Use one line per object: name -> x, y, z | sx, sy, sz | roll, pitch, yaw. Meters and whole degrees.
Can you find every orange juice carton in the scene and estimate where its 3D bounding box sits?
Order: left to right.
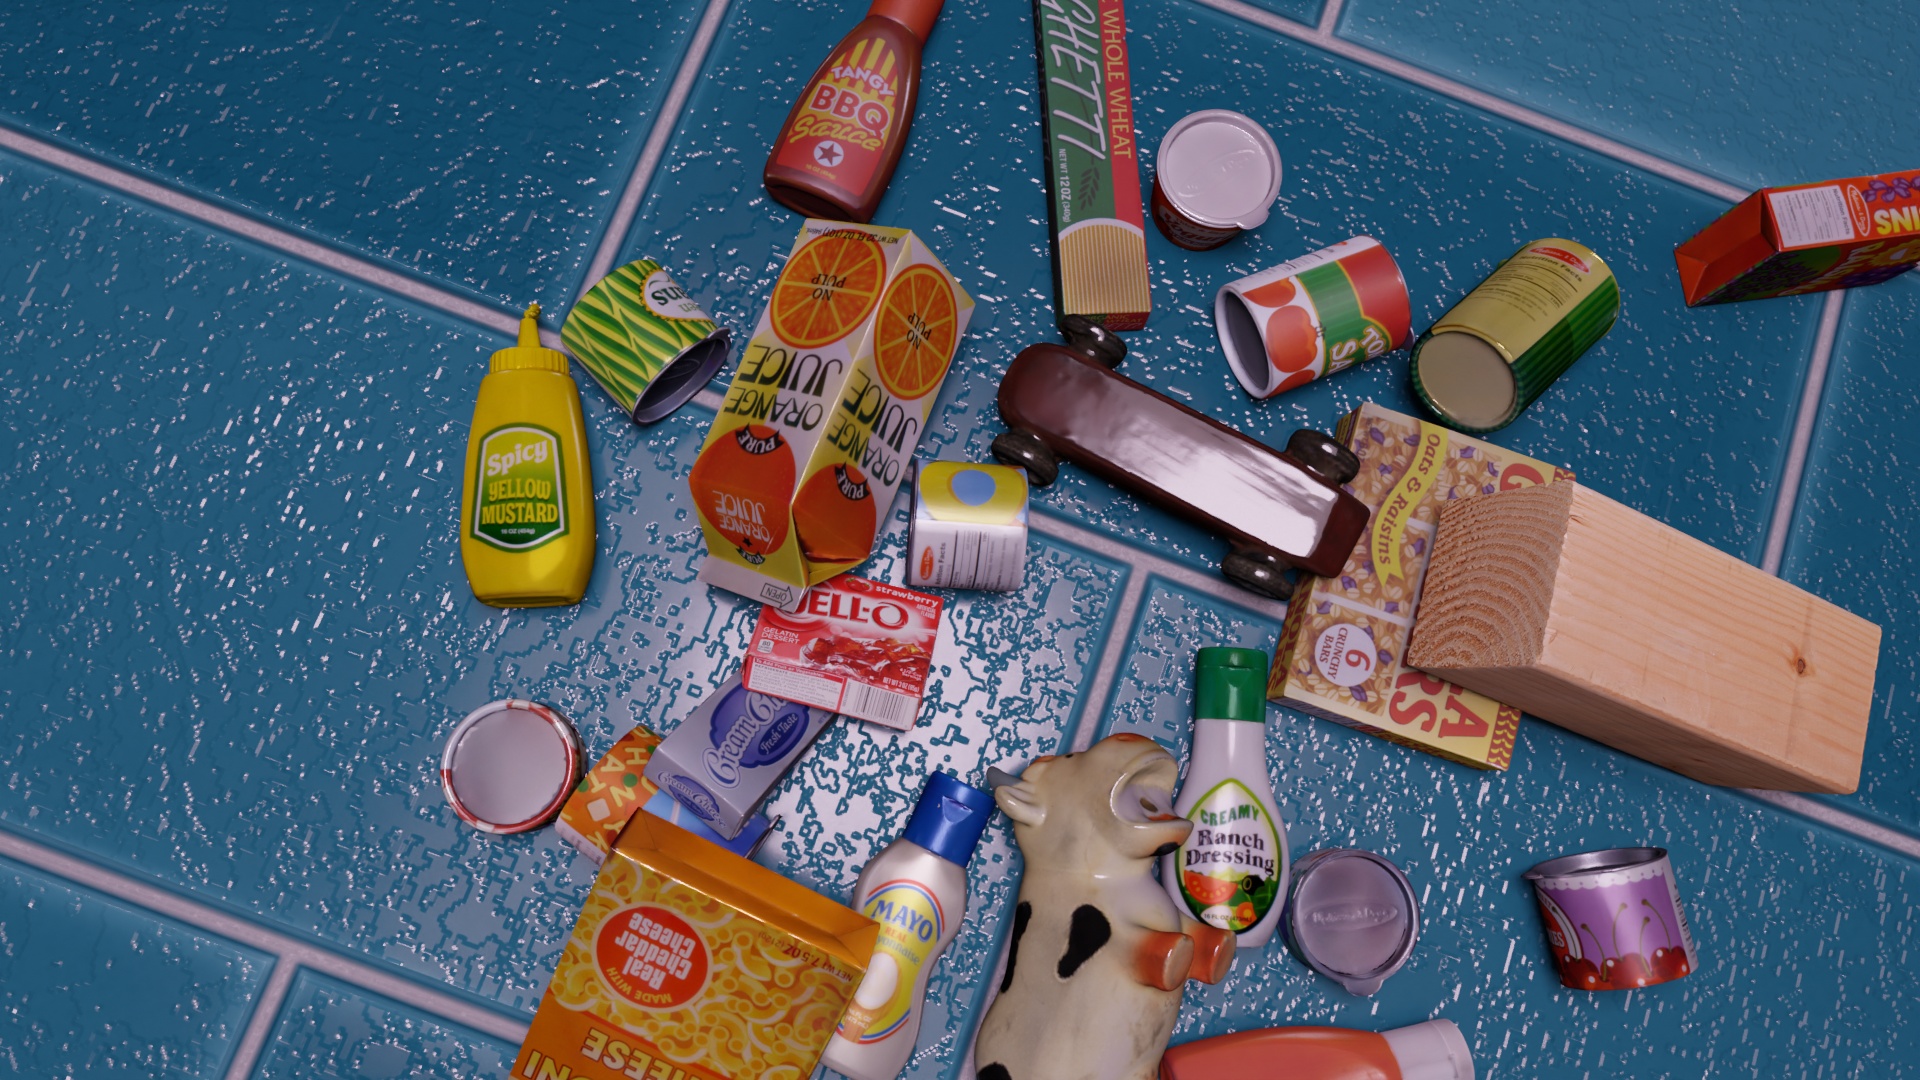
orange juice carton -> -0.071, -0.059, 0.701 | 0.072, 0.073, 0.193 | 14, 76, 34

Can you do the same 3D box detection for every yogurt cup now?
yogurt cup -> 0.137, -0.195, 0.766 | 0.072, 0.054, 0.072 | 1, 79, -4

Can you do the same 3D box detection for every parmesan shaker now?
parmesan shaker -> 0.293, -0.110, 0.742 | 0.103, 0.071, 0.071 | -37, 84, -28

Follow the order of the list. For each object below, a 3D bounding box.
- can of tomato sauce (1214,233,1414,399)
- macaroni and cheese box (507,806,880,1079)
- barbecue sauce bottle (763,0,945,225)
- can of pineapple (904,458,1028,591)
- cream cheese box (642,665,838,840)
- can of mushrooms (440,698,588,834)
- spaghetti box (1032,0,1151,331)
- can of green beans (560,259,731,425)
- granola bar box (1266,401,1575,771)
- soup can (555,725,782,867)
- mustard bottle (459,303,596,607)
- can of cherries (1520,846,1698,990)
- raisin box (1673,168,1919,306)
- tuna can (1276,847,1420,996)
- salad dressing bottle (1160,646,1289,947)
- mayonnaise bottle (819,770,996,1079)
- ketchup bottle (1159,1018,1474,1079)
can of tomato sauce -> 0.190, -0.118, 0.749 | 0.083, 0.071, 0.071 | -21, 82, -7
macaroni and cheese box -> -0.127, 0.221, 0.634 | 0.124, 0.040, 0.165 | 26, 109, -1
barbecue sauce bottle -> -0.052, -0.248, 0.767 | 0.065, 0.043, 0.149 | 23, 78, 1
can of pineapple -> 0.003, -0.009, 0.715 | 0.058, 0.071, 0.071 | 4, 79, -4
cream cheese box -> -0.103, 0.094, 0.677 | 0.053, 0.024, 0.104 | 36, 37, 4
can of mushrooms -> -0.219, 0.114, 0.690 | 0.071, 0.033, 0.071 | 1, 78, -4
spaghetti box -> 0.071, -0.241, 0.783 | 0.050, 0.028, 0.250 | -3, 80, -6
can of green beans -> -0.163, -0.103, 0.719 | 0.071, 0.071, 0.058 | -43, 85, -10
granola bar box -> 0.245, 0.025, 0.740 | 0.124, 0.039, 0.166 | 19, 78, -1
soup can -> -0.141, 0.138, 0.674 | 0.084, 0.071, 0.071 | 37, 79, 3
mustard bottle -> -0.222, -0.047, 0.712 | 0.065, 0.048, 0.160 | -3, 80, -7
can of cherries -> 0.327, 0.191, 0.702 | 0.071, 0.071, 0.058 | -11, 82, -6
raisin box -> 0.481, -0.168, 0.771 | 0.123, 0.086, 0.040 | -8, 79, -6
tuna can -> 0.196, 0.193, 0.707 | 0.071, 0.032, 0.071 | 1, 79, -4
salad dressing bottle -> 0.136, 0.129, 0.708 | 0.064, 0.044, 0.148 | 3, 79, 4
mayonnaise bottle -> -0.030, 0.188, 0.686 | 0.065, 0.041, 0.148 | 26, 79, 2
ketchup bottle -> 0.176, 0.269, 0.685 | 0.149, 0.043, 0.065 | -9, 80, -6
